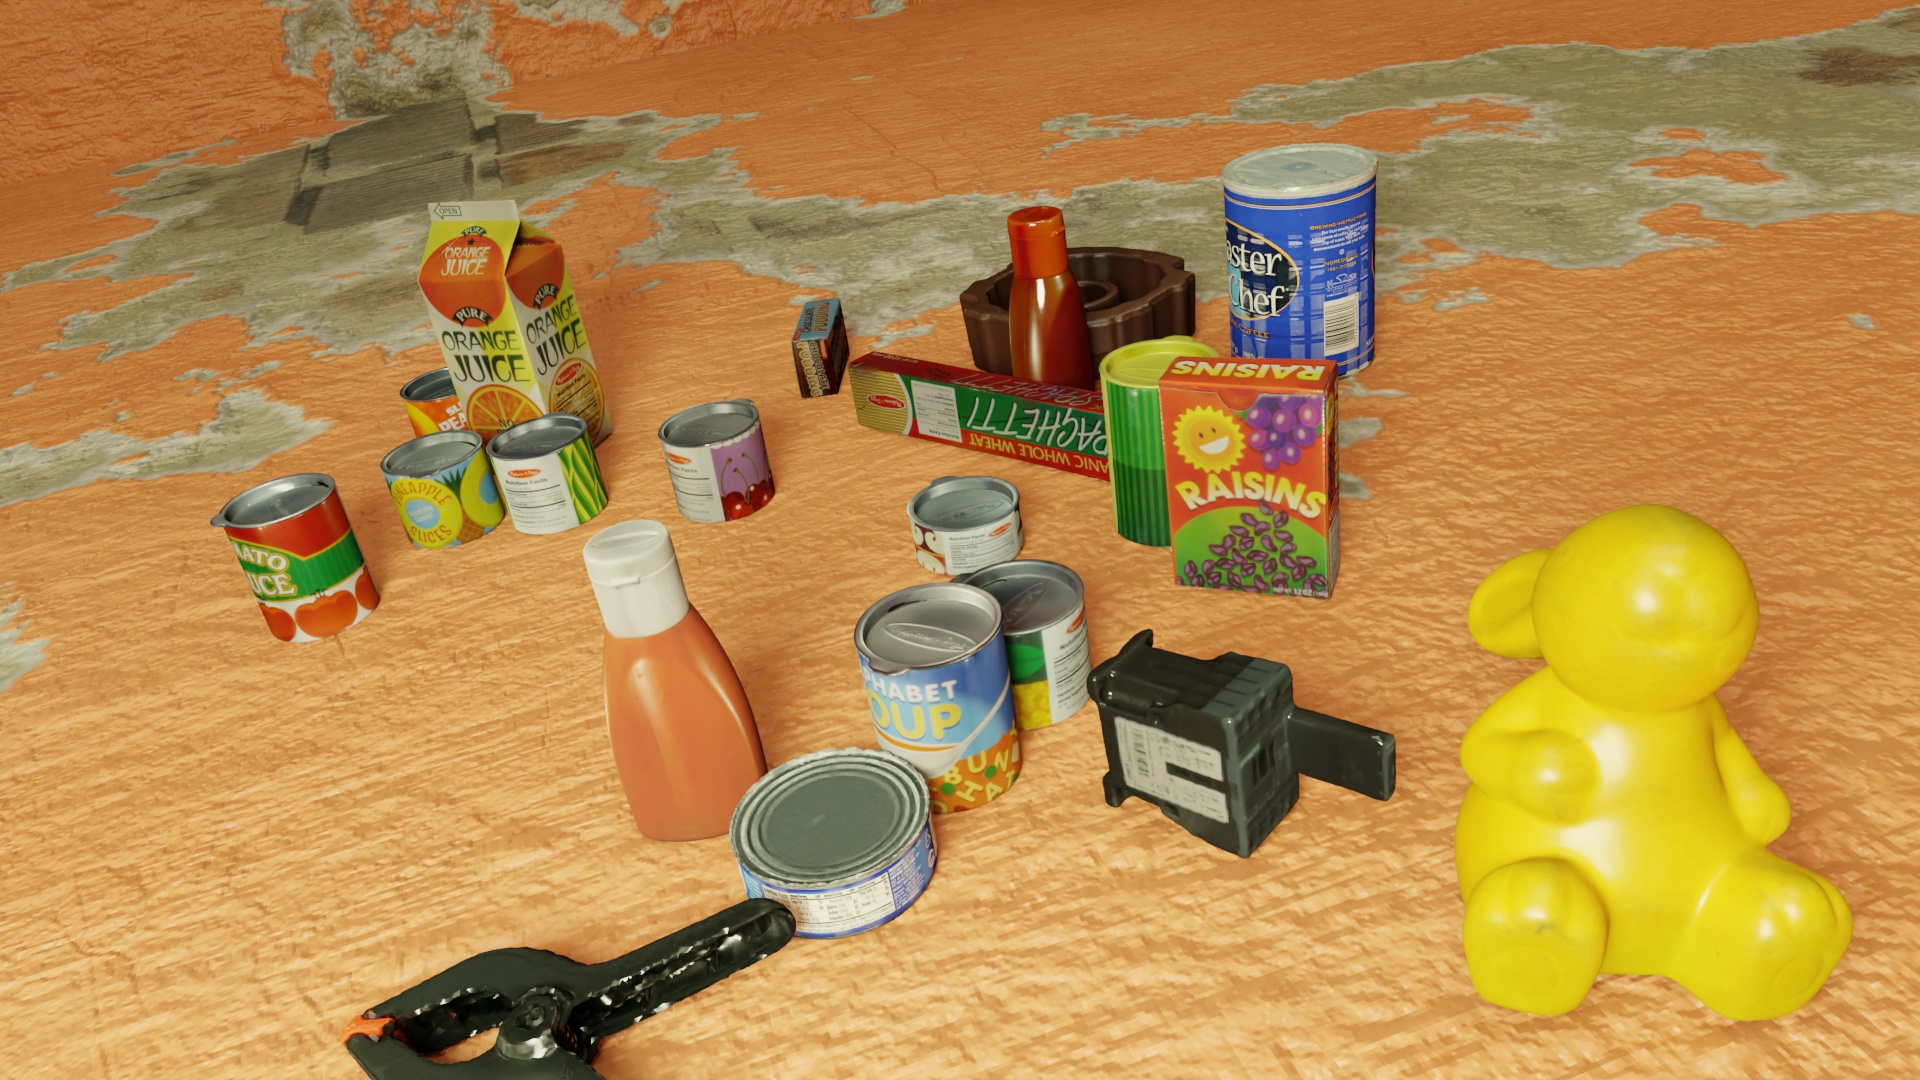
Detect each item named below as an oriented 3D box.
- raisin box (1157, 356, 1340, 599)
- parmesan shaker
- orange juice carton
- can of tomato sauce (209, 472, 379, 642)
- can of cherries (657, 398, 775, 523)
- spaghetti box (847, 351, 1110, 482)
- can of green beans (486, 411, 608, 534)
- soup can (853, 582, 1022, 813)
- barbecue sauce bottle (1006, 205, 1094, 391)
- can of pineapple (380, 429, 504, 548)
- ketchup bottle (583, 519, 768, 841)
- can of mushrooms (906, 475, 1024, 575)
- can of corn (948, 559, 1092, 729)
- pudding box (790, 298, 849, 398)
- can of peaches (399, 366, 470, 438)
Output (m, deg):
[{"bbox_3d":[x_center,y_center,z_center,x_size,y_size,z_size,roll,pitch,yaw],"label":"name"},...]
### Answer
[{"bbox_3d":[0.152,-0.033,0.727,0.086,0.122,0.040,6,33,24],"label":"raisin box"},{"bbox_3d":[0.119,-0.057,0.798,0.071,0.102,0.071,-7,29,4],"label":"parmesan shaker"},{"bbox_3d":[-0.318,-0.147,0.985,0.072,0.191,0.073,2,31,19],"label":"orange juice carton"},{"bbox_3d":[-0.401,0.011,0.842,0.071,0.082,0.071,-7,30,4],"label":"can of tomato sauce"},{"bbox_3d":[-0.157,-0.053,0.912,0.071,0.058,0.072,-7,30,4],"label":"can of cherries"},{"bbox_3d":[0.028,-0.082,0.920,0.250,0.050,0.029,15,38,36],"label":"spaghetti box"},{"bbox_3d":[-0.275,-0.045,0.930,0.071,0.057,0.071,-7,30,4],"label":"can of green beans"},{"bbox_3d":[-0.010,0.072,0.628,0.071,0.083,0.072,-7,30,4],"label":"soup can"},{"bbox_3d":[0.058,-0.145,0.923,0.044,0.147,0.065,13,36,34],"label":"barbecue sauce bottle"},{"bbox_3d":[-0.347,-0.034,0.931,0.071,0.057,0.071,-7,30,4],"label":"can of pineapple"},{"bbox_3d":[-0.128,0.063,0.611,0.065,0.148,0.044,-10,29,-1],"label":"ketchup bottle"},{"bbox_3d":[0.003,-0.010,0.819,0.071,0.033,0.071,-7,30,4],"label":"can of mushrooms"},{"bbox_3d":[0.028,0.050,0.682,0.071,0.058,0.071,-7,30,4],"label":"can of corn"},{"bbox_3d":[-0.108,-0.150,1.076,0.030,0.049,0.084,-6,30,6],"label":"pudding box"},{"bbox_3d":[-0.377,-0.093,1.042,0.071,0.057,0.071,-7,30,4],"label":"can of peaches"}]
